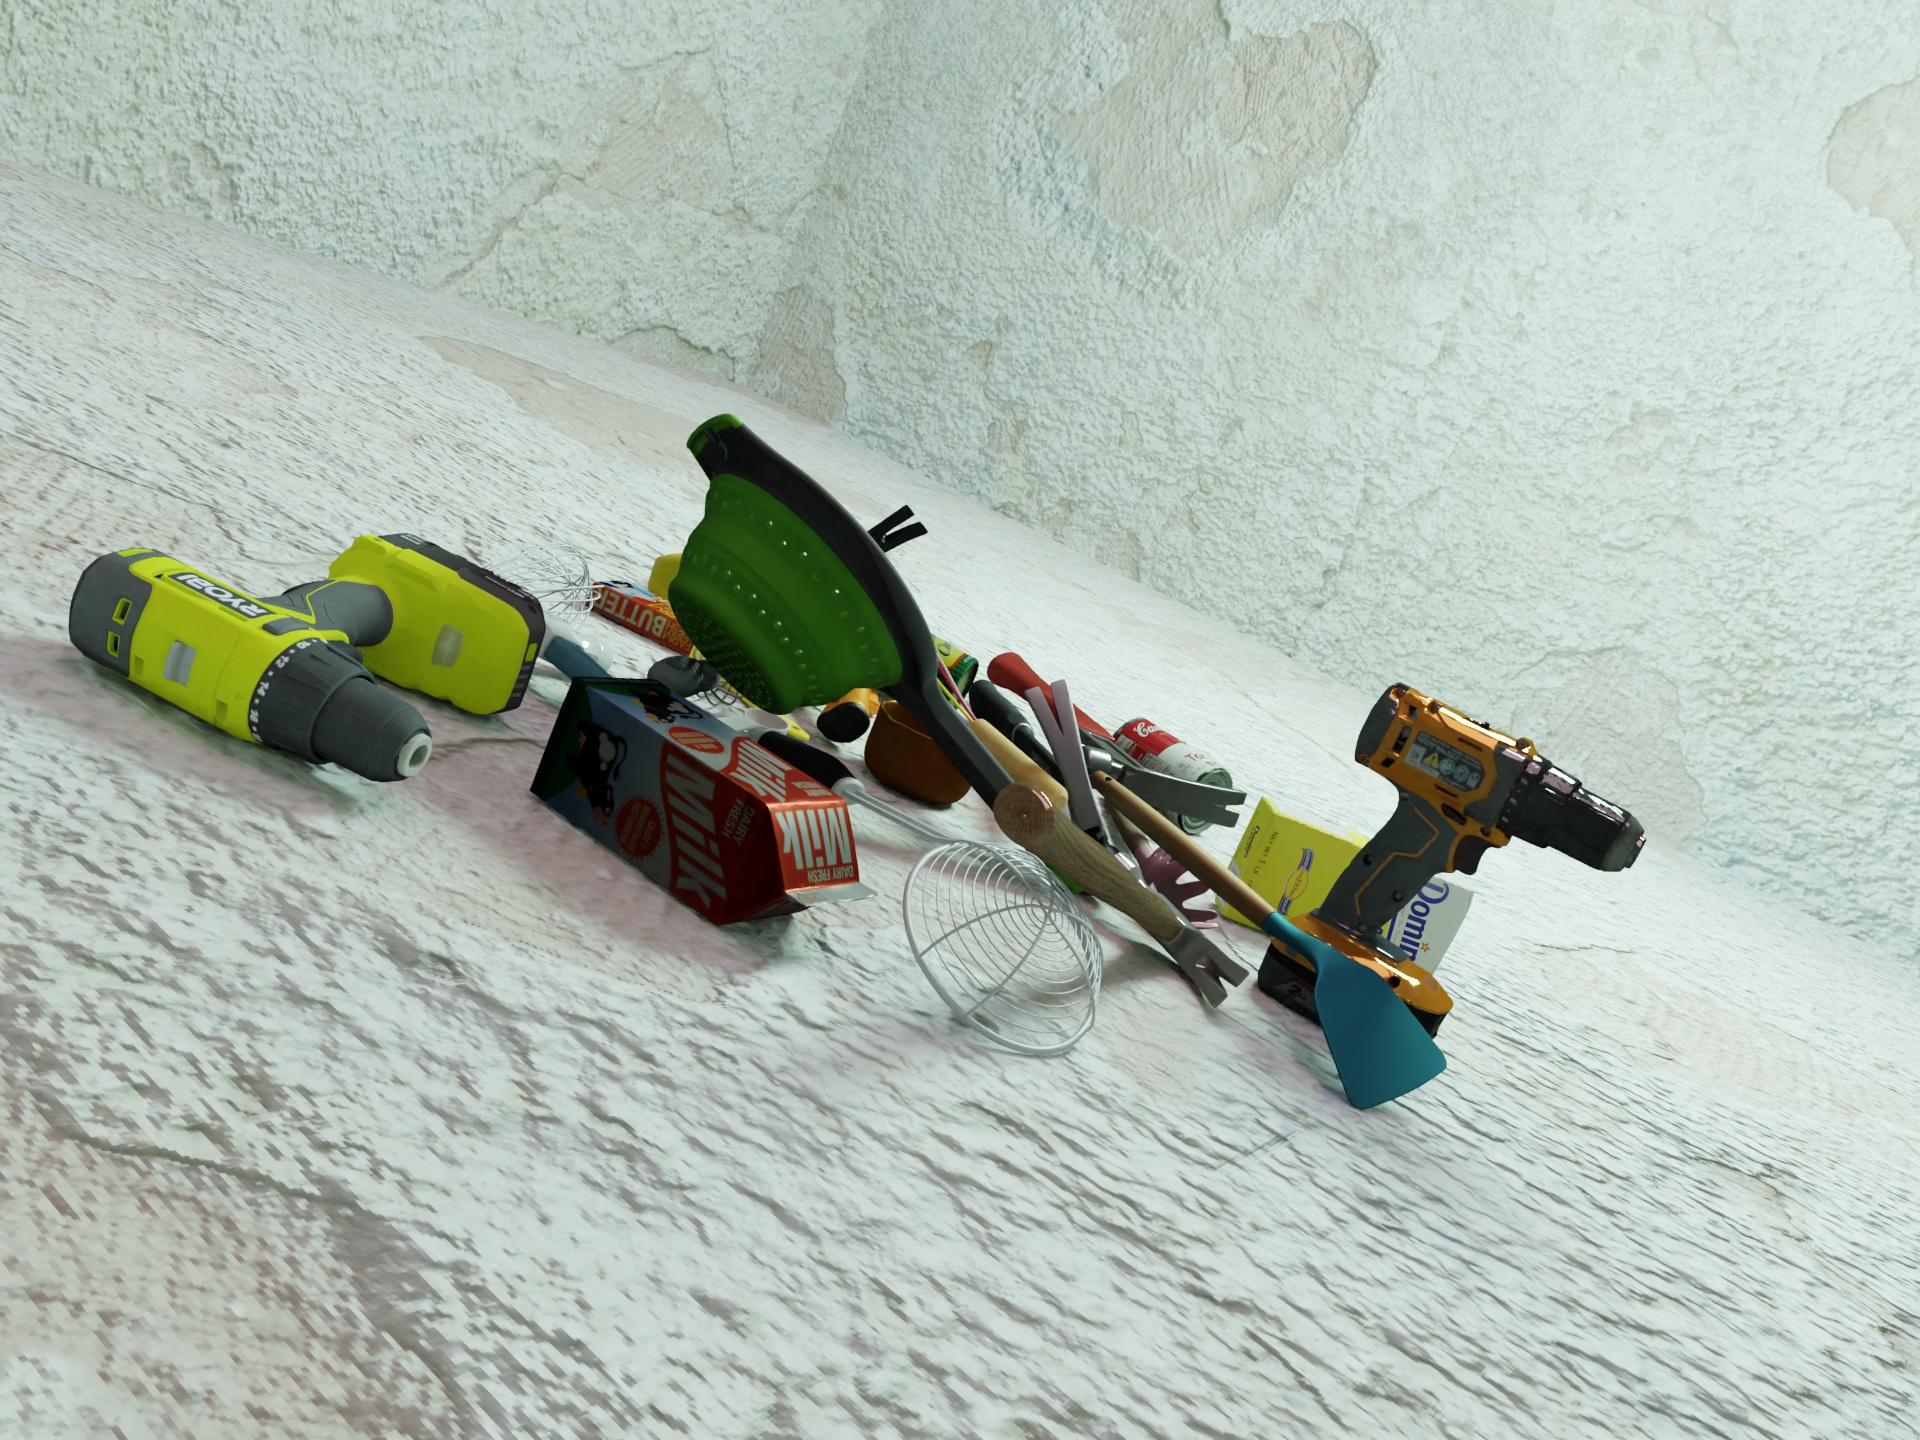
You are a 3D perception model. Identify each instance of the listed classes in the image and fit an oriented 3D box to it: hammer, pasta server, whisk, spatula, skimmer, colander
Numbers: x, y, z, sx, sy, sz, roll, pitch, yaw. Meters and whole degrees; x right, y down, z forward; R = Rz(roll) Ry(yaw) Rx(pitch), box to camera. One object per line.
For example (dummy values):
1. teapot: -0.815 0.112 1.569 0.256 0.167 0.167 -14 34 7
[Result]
1. hammer: 0.090 0.096 0.916 0.130 0.031 0.331 44 2 27
2. pasta server: 0.147 0.095 1.245 0.040 0.060 0.316 -16 13 0
3. hammer: -0.085 -0.080 1.339 0.034 0.127 0.337 52 15 -25
4. whisk: -0.002 -0.005 1.145 0.051 0.047 0.245 13 20 -43
5. hammer: -0.183 0.011 0.978 0.331 0.033 0.128 36 2 35
6. hammer: 0.109 0.005 1.395 0.149 0.036 0.359 16 12 -21
7. spatula: 0.183 0.127 1.048 0.082 0.044 0.318 -15 38 -30
8. hammer: 0.051 0.014 1.276 0.036 0.149 0.409 -17 13 -6
9. whisk: -0.179 -0.034 1.096 0.055 0.055 0.239 24 4 2
10. whisk: -0.345 -0.083 1.082 0.070 0.070 0.284 28 19 21
11. skimmer: -0.046 0.087 0.959 0.127 0.090 0.364 12 7 -36
12. colander: -0.067 -0.010 1.029 0.397 0.094 0.204 51 -18 -14

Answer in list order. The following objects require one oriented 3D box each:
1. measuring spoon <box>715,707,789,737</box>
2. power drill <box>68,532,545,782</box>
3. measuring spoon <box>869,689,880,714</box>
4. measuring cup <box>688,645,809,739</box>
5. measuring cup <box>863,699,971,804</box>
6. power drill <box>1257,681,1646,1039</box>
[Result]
1. measuring spoon: -0.166 0.010 1.105 0.034 0.018 0.124 32 22 28
2. power drill: -0.327 -0.036 0.866 0.190 0.080 0.228 25 16 10
3. measuring spoon: -0.083 -0.022 1.385 0.021 0.011 0.117 28 8 -15
4. measuring cup: -0.156 -0.028 1.224 0.062 0.029 0.157 11 16 -44
5. measuring cup: -0.002 0.045 1.157 0.095 0.052 0.174 9 21 -48
6. power drill: 0.317 0.112 1.041 0.185 0.226 0.084 30 14 26
